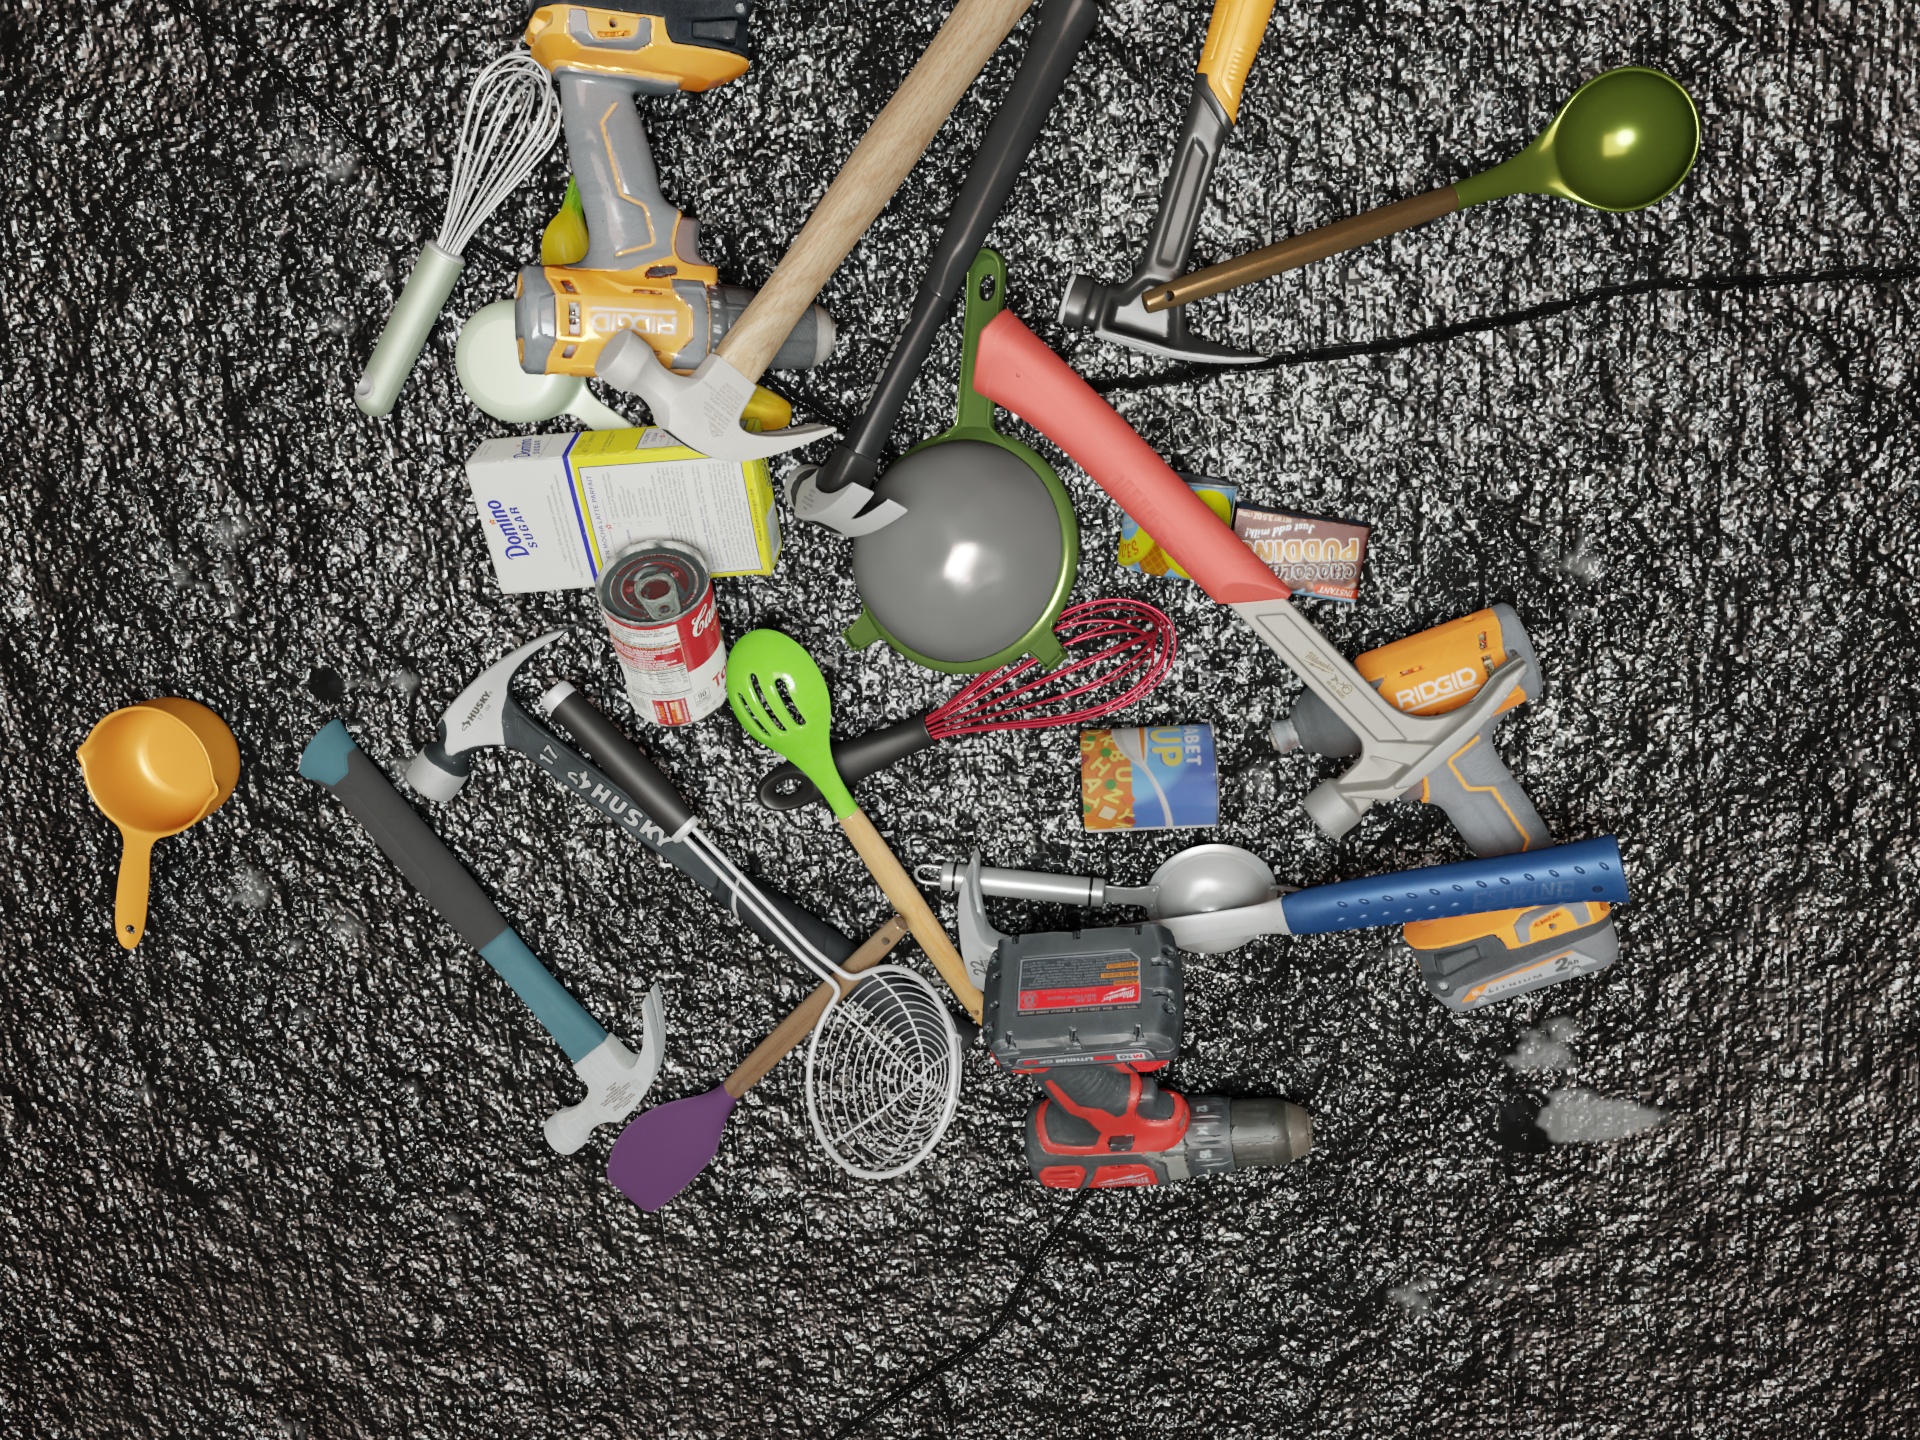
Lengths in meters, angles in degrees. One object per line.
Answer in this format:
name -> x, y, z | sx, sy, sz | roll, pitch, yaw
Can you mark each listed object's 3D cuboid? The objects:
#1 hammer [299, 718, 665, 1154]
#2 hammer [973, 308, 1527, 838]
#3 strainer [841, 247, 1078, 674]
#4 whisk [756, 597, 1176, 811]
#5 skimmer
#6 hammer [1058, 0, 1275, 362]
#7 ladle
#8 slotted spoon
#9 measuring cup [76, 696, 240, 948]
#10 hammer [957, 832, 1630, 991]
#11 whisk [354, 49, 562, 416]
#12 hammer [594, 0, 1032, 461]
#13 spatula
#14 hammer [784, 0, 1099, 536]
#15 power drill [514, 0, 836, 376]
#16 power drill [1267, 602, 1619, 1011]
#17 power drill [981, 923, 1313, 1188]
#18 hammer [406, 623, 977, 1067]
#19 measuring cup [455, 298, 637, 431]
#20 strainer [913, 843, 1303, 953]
hammer -> -0.326, 0.138, 1.075 | 0.128, 0.033, 0.331 | -37, 98, 12
hammer -> 0.149, -0.103, 0.909 | 0.359, 0.037, 0.149 | 45, 106, -4
strainer -> -0.005, -0.155, 0.944 | 0.151, 0.069, 0.256 | 7, 94, 26
whisk -> -0.002, -0.003, 1.008 | 0.296, 0.073, 0.073 | -23, 101, 16
skimmer -> -0.139, 0.120, 0.977 | 0.363, 0.090, 0.127 | 46, 114, -1
hammer -> 0.161, -0.377, 0.914 | 0.127, 0.034, 0.336 | 16, 104, 1
ladle -> 0.257, -0.287, 0.897 | 0.320, 0.062, 0.078 | -19, 104, 0
slotted spoon -> -0.057, 0.078, 1.019 | 0.070, 0.031, 0.313 | -19, 114, 28
measuring cup -> -0.535, 0.067, 1.064 | 0.095, 0.052, 0.173 | 15, 106, 0
hammer -> 0.187, 0.116, 0.967 | 0.405, 0.035, 0.144 | -12, 116, 22
whisk -> -0.309, -0.292, 0.967 | 0.058, 0.059, 0.246 | 44, 110, 31
hammer -> -0.062, -0.291, 0.908 | 0.130, 0.031, 0.331 | 37, 86, -33
spatula -> -0.140, 0.232, 1.070 | 0.059, 0.018, 0.316 | 42, 113, -6
hammer -> -0.006, -0.260, 0.918 | 0.035, 0.146, 0.335 | 24, 96, -23
power drill -> -0.162, -0.307, 0.916 | 0.185, 0.084, 0.226 | -2, 99, -21
power drill -> 0.299, 0.059, 0.989 | 0.164, 0.084, 0.226 | -20, 98, 11
power drill -> 0.117, 0.222, 0.993 | 0.188, 0.080, 0.226 | -6, 137, 13
hammer -> -0.159, 0.098, 1.053 | 0.409, 0.036, 0.149 | 37, 102, -5
measuring cup -> -0.238, -0.194, 0.985 | 0.167, 0.038, 0.083 | 38, 103, -4
strainer -> 0.097, 0.115, 1.037 | 0.258, 0.050, 0.086 | 5, 118, 6
